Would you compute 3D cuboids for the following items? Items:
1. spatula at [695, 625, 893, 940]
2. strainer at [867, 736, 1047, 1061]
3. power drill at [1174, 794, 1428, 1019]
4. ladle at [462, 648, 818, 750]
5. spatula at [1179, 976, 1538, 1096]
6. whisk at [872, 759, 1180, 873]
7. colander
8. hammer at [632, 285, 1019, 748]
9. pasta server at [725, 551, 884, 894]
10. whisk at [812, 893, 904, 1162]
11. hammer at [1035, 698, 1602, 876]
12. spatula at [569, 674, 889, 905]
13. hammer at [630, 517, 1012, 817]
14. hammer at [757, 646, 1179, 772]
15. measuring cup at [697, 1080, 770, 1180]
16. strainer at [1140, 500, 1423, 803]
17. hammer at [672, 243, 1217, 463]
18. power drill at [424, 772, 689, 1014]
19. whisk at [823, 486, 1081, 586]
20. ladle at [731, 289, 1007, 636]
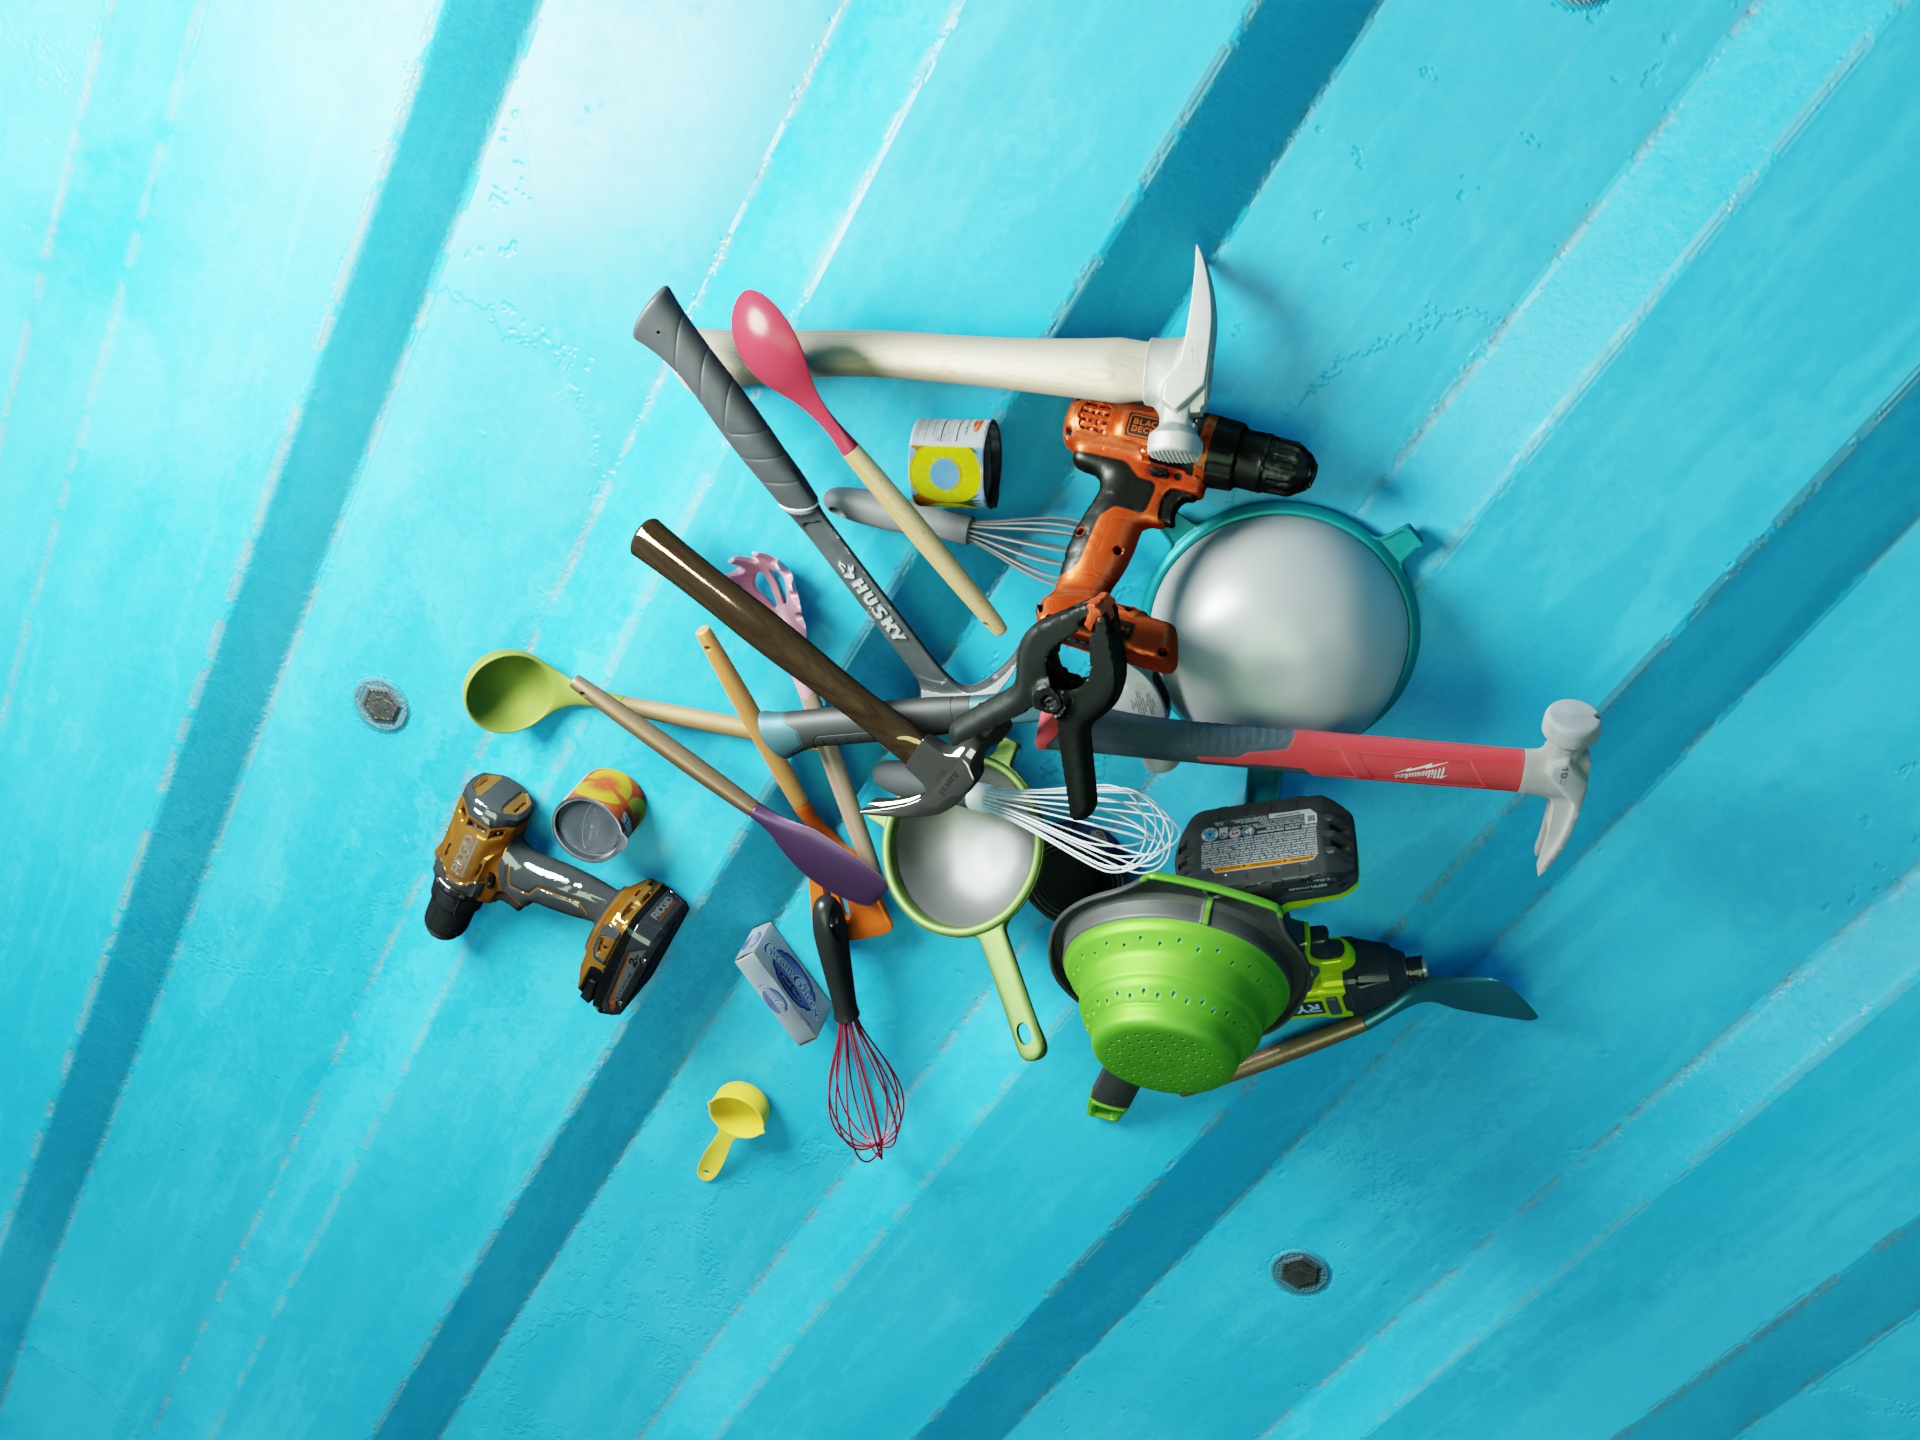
[{"bbox_3d":[-0.147,0.057,1.340,0.081,0.041,0.322,-10,124,25],"label":"spatula"},{"bbox_3d":[0.031,0.152,1.296,0.151,0.069,0.256,-27,70,23],"label":"strainer"},{"bbox_3d":[0.268,0.159,1.256,0.171,0.080,0.223,-10,136,19],"label":"power drill"},{"bbox_3d":[-0.265,-0.003,1.350,0.320,0.062,0.078,11,119,6],"label":"ladle"},{"bbox_3d":[0.321,0.272,1.346,0.317,0.044,0.082,-28,134,26],"label":"spatula"},{"bbox_3d":[0.043,0.066,1.235,0.285,0.070,0.070,12,121,36],"label":"whisk"},{"bbox_3d":[0.150,0.270,1.282,0.204,0.095,0.396,15,142,1],"label":"colander"},{"bbox_3d":[-0.107,-0.151,1.206,0.149,0.036,0.408,-23,117,29],"label":"hammer"},{"bbox_3d":[-0.119,0.006,1.313,0.060,0.040,0.316,-12,108,20],"label":"pasta server"},{"bbox_3d":[-0.099,0.281,1.435,0.073,0.073,0.295,-1,119,14],"label":"whisk"},{"bbox_3d":[0.247,0.034,1.152,0.386,0.038,0.143,5,131,9],"label":"hammer"},{"bbox_3d":[-0.196,0.060,1.337,0.316,0.018,0.059,37,133,-7],"label":"spatula"},{"bbox_3d":[-0.123,-0.045,1.229,0.331,0.031,0.130,37,114,9],"label":"hammer"},{"bbox_3d":[-0.002,-0.004,1.242,0.331,0.033,0.128,-6,123,18],"label":"hammer"},{"bbox_3d":[-0.229,0.406,1.567,0.062,0.029,0.156,28,131,-1],"label":"measuring cup"},{"bbox_3d":[0.233,0.008,1.208,0.211,0.095,0.340,6,116,11],"label":"strainer"},{"bbox_3d":[-0.021,-0.271,1.149,0.411,0.038,0.146,6,87,17],"label":"hammer"},{"bbox_3d":[-0.382,0.175,1.455,0.226,0.084,0.185,33,120,1],"label":"power drill"},{"bbox_3d":[0.007,-0.145,1.219,0.239,0.055,0.055,14,119,12],"label":"whisk"},{"bbox_3d":[-0.064,-0.178,1.162,0.315,0.031,0.069,49,154,-21],"label":"ladle"}]
